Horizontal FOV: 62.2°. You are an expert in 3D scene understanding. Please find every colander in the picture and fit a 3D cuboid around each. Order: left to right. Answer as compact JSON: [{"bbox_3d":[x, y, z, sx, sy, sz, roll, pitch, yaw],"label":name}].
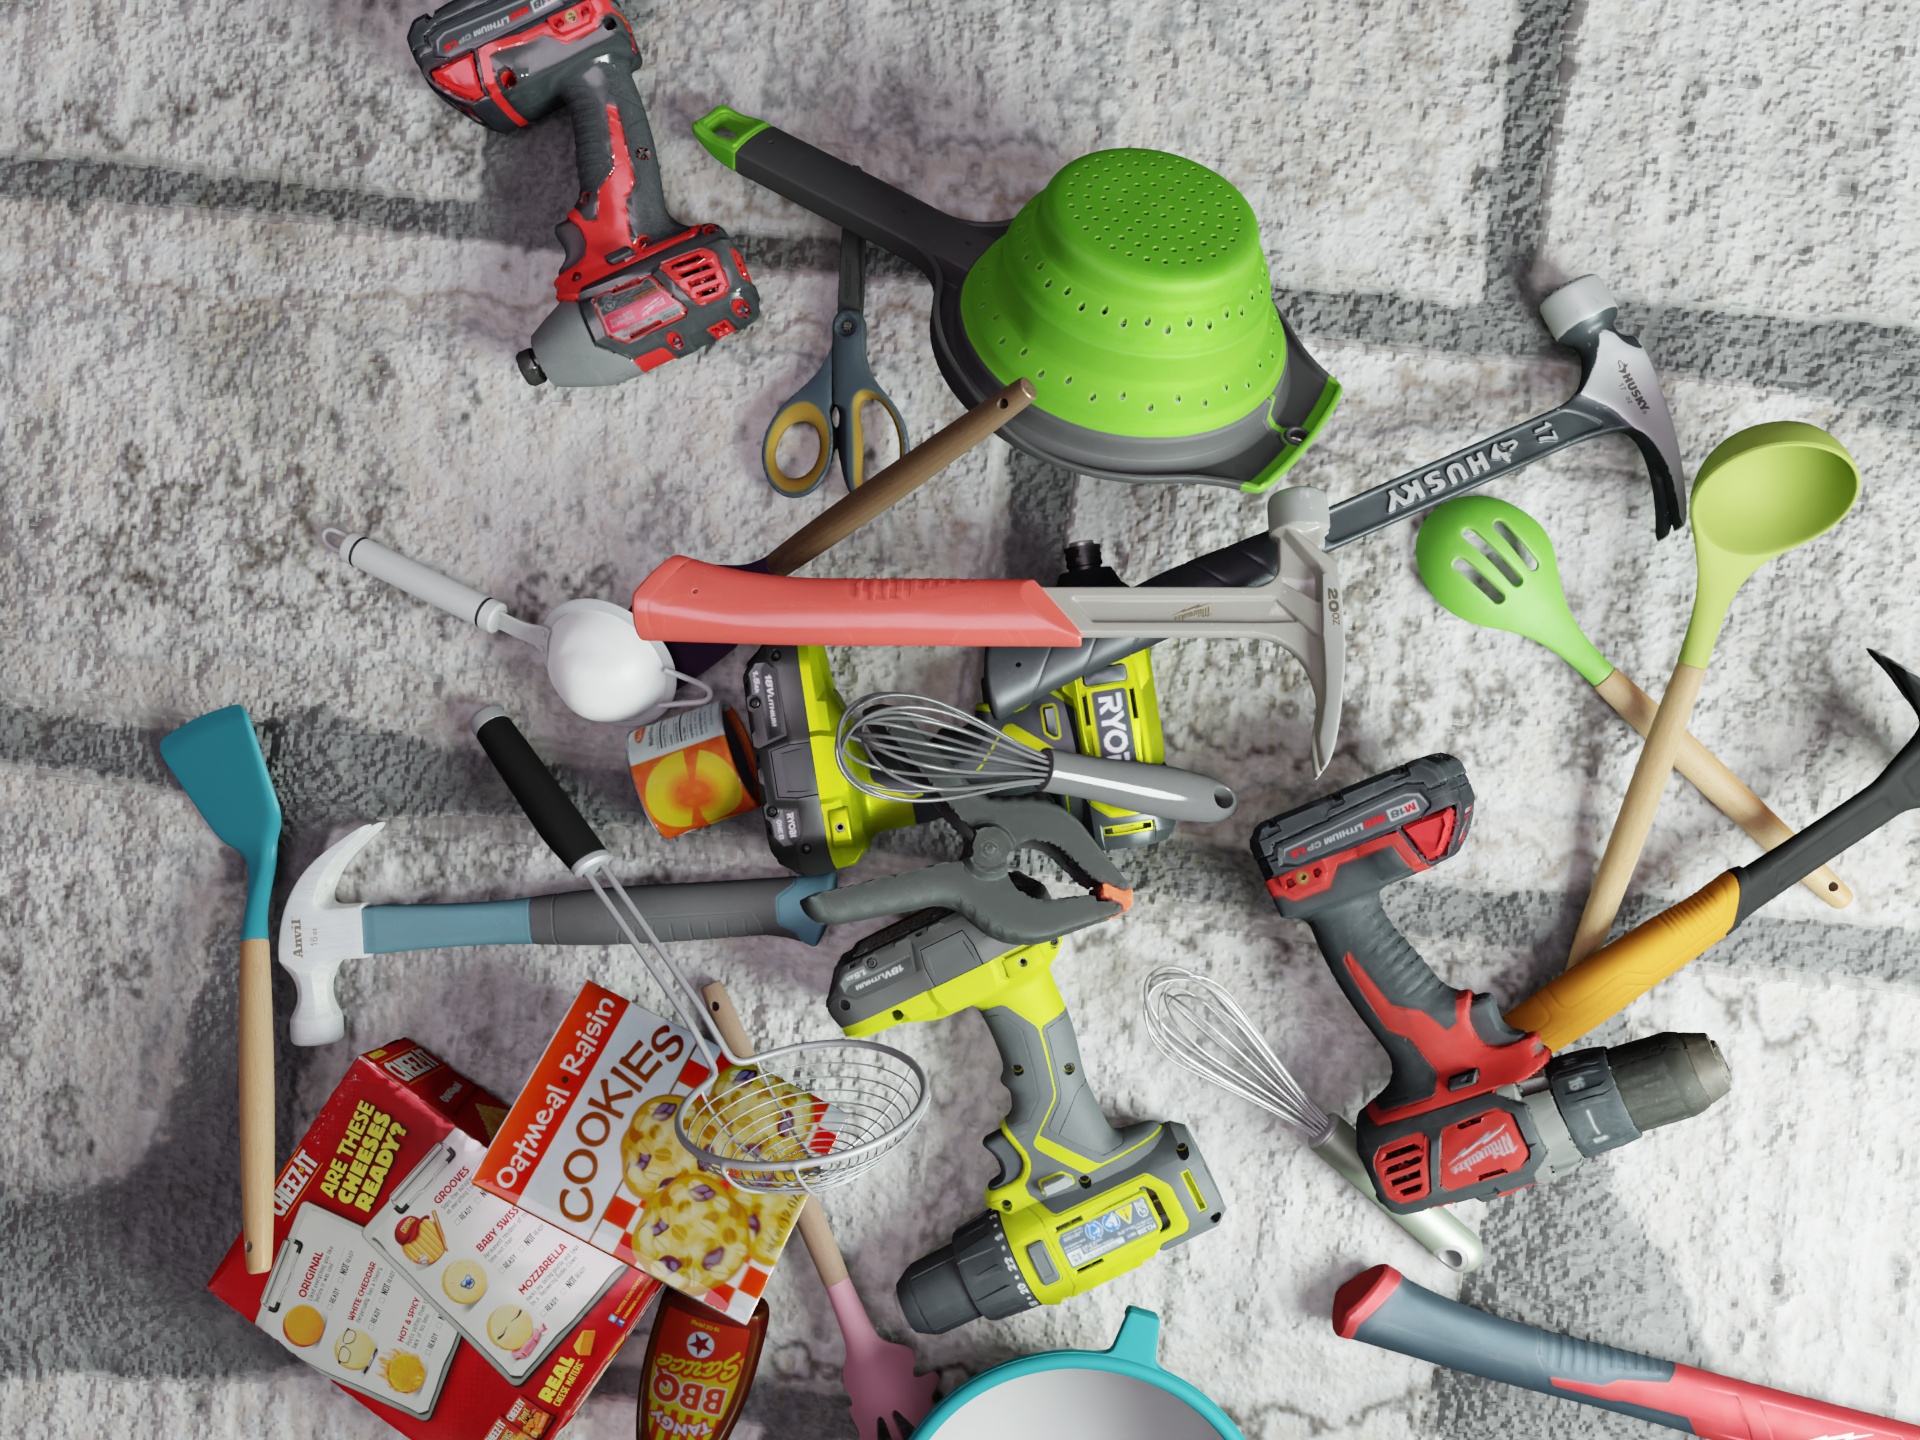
[{"bbox_3d":[0.022,-0.267,0.840,0.397,0.094,0.204,31,55,14],"label":"colander"}]

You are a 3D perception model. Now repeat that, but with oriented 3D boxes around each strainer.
[{"bbox_3d":[-0.267,-0.055,0.922,0.258,0.050,0.086,25,128,11],"label":"strainer"},{"bbox_3d":[0.095,0.488,0.880,0.211,0.095,0.340,-30,92,3],"label":"strainer"}]

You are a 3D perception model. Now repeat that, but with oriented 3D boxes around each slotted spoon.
[{"bbox_3d":[0.379,-0.008,0.886,0.314,0.031,0.070,44,92,1],"label":"slotted spoon"}]

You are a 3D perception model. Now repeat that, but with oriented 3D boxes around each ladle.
[{"bbox_3d":[0.385,-0.001,0.845,0.078,0.062,0.320,13,104,-5],"label":"ladle"}]

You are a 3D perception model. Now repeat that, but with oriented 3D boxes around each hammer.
[{"bbox_3d":[-0.235,0.118,0.931,0.331,0.033,0.128,-4,91,4],"label":"hammer"},{"bbox_3d":[0.012,-0.046,0.812,0.359,0.036,0.149,0,73,4],"label":"hammer"},{"bbox_3d":[0.198,-0.097,0.855,0.409,0.036,0.149,-24,81,-5],"label":"hammer"},{"bbox_3d":[0.396,0.390,0.881,0.386,0.038,0.143,13,93,4],"label":"hammer"},{"bbox_3d":[0.390,0.106,0.856,0.337,0.034,0.127,-39,111,11],"label":"hammer"}]

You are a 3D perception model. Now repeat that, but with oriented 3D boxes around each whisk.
[{"bbox_3d":[0.044,0.028,0.816,0.238,0.055,0.055,10,92,-25],"label":"whisk"},{"bbox_3d":[0.198,0.225,0.894,0.246,0.059,0.057,41,130,-1],"label":"whisk"}]

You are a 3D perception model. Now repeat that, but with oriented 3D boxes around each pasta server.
[{"bbox_3d":[-0.082,0.298,0.925,0.060,0.040,0.316,-25,85,4],"label":"pasta server"}]

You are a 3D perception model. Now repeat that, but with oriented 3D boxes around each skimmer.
[{"bbox_3d":[-0.159,0.103,0.849,0.364,0.127,0.090,49,135,23],"label":"skimmer"}]

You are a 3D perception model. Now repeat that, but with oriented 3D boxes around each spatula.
[{"bbox_3d":[-0.414,0.151,0.910,0.082,0.044,0.318,-19,70,27],"label":"spatula"},{"bbox_3d":[-0.083,-0.097,0.856,0.316,0.018,0.060,-29,90,32],"label":"spatula"}]

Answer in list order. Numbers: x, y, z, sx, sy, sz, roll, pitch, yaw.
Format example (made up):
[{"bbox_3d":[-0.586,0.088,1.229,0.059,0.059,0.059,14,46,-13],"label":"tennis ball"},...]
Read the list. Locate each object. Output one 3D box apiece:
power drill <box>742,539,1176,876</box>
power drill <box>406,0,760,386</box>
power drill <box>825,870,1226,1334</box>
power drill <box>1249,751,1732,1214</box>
[{"bbox_3d":[-0.001,-0.003,0.892,0.223,0.080,0.171,-9,91,1],"label":"power drill"},{"bbox_3d":[-0.219,-0.302,0.907,0.143,0.078,0.219,-24,92,5],"label":"power drill"},{"bbox_3d":[0.017,0.219,0.891,0.190,0.080,0.228,-26,91,3],"label":"power drill"},{"bbox_3d":[0.270,0.131,0.834,0.188,0.080,0.227,-25,81,22],"label":"power drill"}]
